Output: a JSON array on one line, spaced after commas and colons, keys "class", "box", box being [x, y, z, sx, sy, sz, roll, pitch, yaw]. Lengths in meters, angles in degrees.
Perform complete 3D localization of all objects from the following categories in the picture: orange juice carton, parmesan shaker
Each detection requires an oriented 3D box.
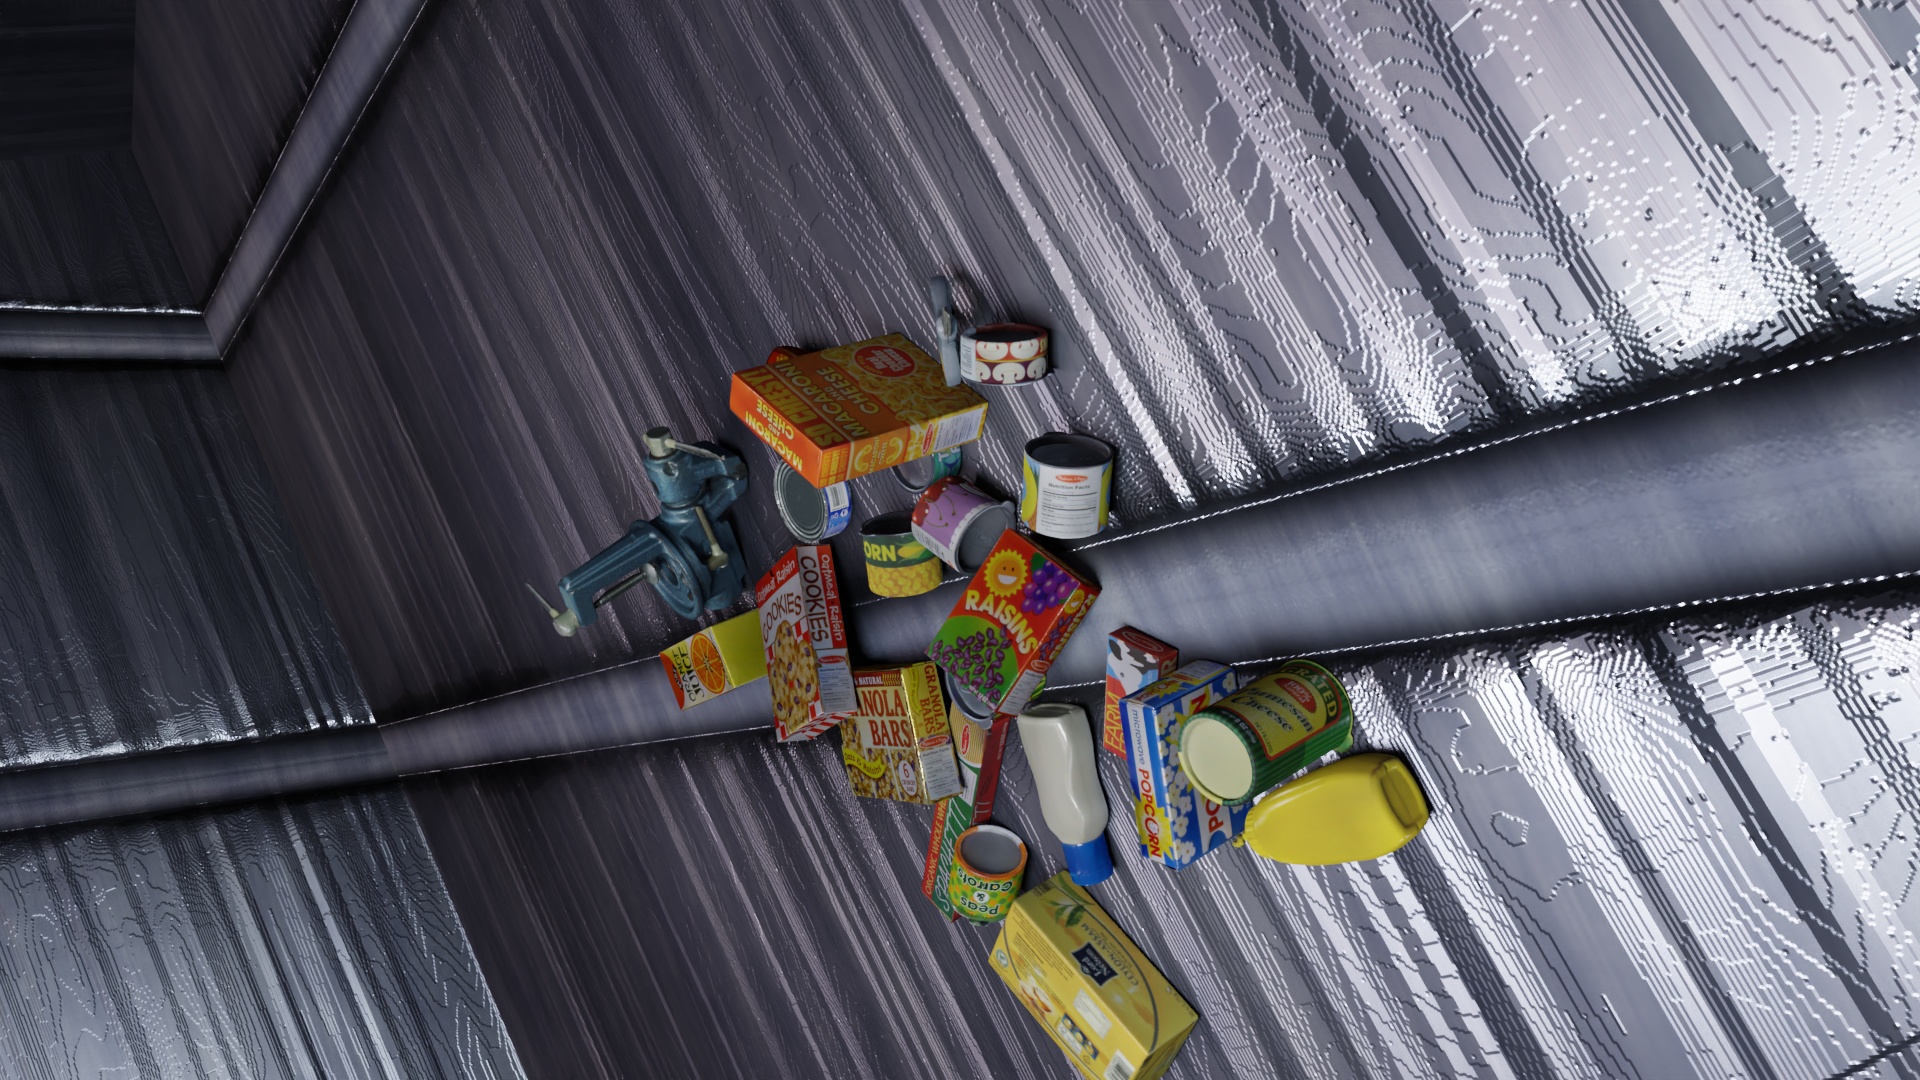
[{"class": "orange juice carton", "box": [-0.271, 0.135, 1.536, 0.192, 0.073, 0.072, -25, 86, 53]}, {"class": "parmesan shaker", "box": [0.204, 0.128, 0.918, 0.071, 0.103, 0.071, 24, 124, 43]}]

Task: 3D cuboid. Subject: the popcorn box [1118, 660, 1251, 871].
[{"class": "popcorn box", "box": [0.163, 0.159, 0.997, 0.038, 0.085, 0.126, 7, 112, 51]}]

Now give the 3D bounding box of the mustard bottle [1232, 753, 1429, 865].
[{"class": "mustard bottle", "box": [0.240, 0.189, 0.945, 0.159, 0.049, 0.065, -32, 82, 53]}]

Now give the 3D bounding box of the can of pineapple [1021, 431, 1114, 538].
[{"class": "can of pineapple", "box": [0.079, -0.042, 1.030, 0.071, 0.071, 0.057, 28, 126, 42]}]

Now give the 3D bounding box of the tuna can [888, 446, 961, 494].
[{"class": "tuna can", "box": [-0.031, -0.076, 1.175, 0.071, 0.033, 0.070, 25, 124, 43]}]

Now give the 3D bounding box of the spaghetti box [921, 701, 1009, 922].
[{"class": "spaghetti box", "box": [0.002, 0.248, 1.283, 0.050, 0.029, 0.248, 37, 132, 37]}]

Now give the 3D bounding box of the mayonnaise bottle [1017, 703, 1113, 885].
[{"class": "mayonnaise bottle", "box": [0.091, 0.209, 1.147, 0.064, 0.041, 0.148, -4, 104, 53]}]

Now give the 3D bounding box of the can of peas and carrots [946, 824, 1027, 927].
[{"class": "can of peas and carrots", "box": [0.023, 0.300, 1.246, 0.071, 0.071, 0.058, 36, 131, 37]}]

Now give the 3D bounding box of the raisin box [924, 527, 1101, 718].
[{"class": "raisin box", "box": [0.041, 0.065, 1.095, 0.086, 0.040, 0.123, 38, 98, 34]}]

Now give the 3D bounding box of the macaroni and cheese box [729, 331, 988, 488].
[{"class": "macaroni and cheese box", "box": [-0.081, -0.107, 1.113, 0.124, 0.167, 0.040, 41, 135, 33]}]

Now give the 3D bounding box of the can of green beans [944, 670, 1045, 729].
[{"class": "can of green beans", "box": [0.029, 0.113, 1.165, 0.071, 0.058, 0.071, 25, 124, 43]}]

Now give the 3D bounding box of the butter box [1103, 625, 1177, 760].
[{"class": "butter box", "box": [0.137, 0.122, 1.063, 0.053, 0.024, 0.103, 24, 123, 44]}]

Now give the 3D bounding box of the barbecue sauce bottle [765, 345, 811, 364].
[{"class": "barbecue sauce bottle", "box": [-0.134, -0.132, 1.237, 0.149, 0.044, 0.064, 32, 115, 59]}]

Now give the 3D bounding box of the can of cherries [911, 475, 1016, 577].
[{"class": "can of cherries", "box": [0.004, -0.014, 1.136, 0.058, 0.072, 0.071, 35, 131, 38]}]

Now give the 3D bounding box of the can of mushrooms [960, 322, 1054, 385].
[{"class": "can of mushrooms", "box": [0.035, -0.140, 1.041, 0.071, 0.071, 0.033, 21, 121, 45]}]

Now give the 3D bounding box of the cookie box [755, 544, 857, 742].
[{"class": "cookie box", "box": [-0.154, 0.101, 1.357, 0.122, 0.040, 0.168, -38, 58, 56]}]

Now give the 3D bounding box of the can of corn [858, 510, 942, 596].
[{"class": "can of corn", "box": [-0.052, 0.012, 1.210, 0.071, 0.071, 0.058, 15, 118, 47]}]

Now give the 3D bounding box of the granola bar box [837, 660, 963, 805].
[{"class": "granola bar box", "box": [-0.065, 0.178, 1.297, 0.165, 0.039, 0.124, -14, 88, 61]}]
